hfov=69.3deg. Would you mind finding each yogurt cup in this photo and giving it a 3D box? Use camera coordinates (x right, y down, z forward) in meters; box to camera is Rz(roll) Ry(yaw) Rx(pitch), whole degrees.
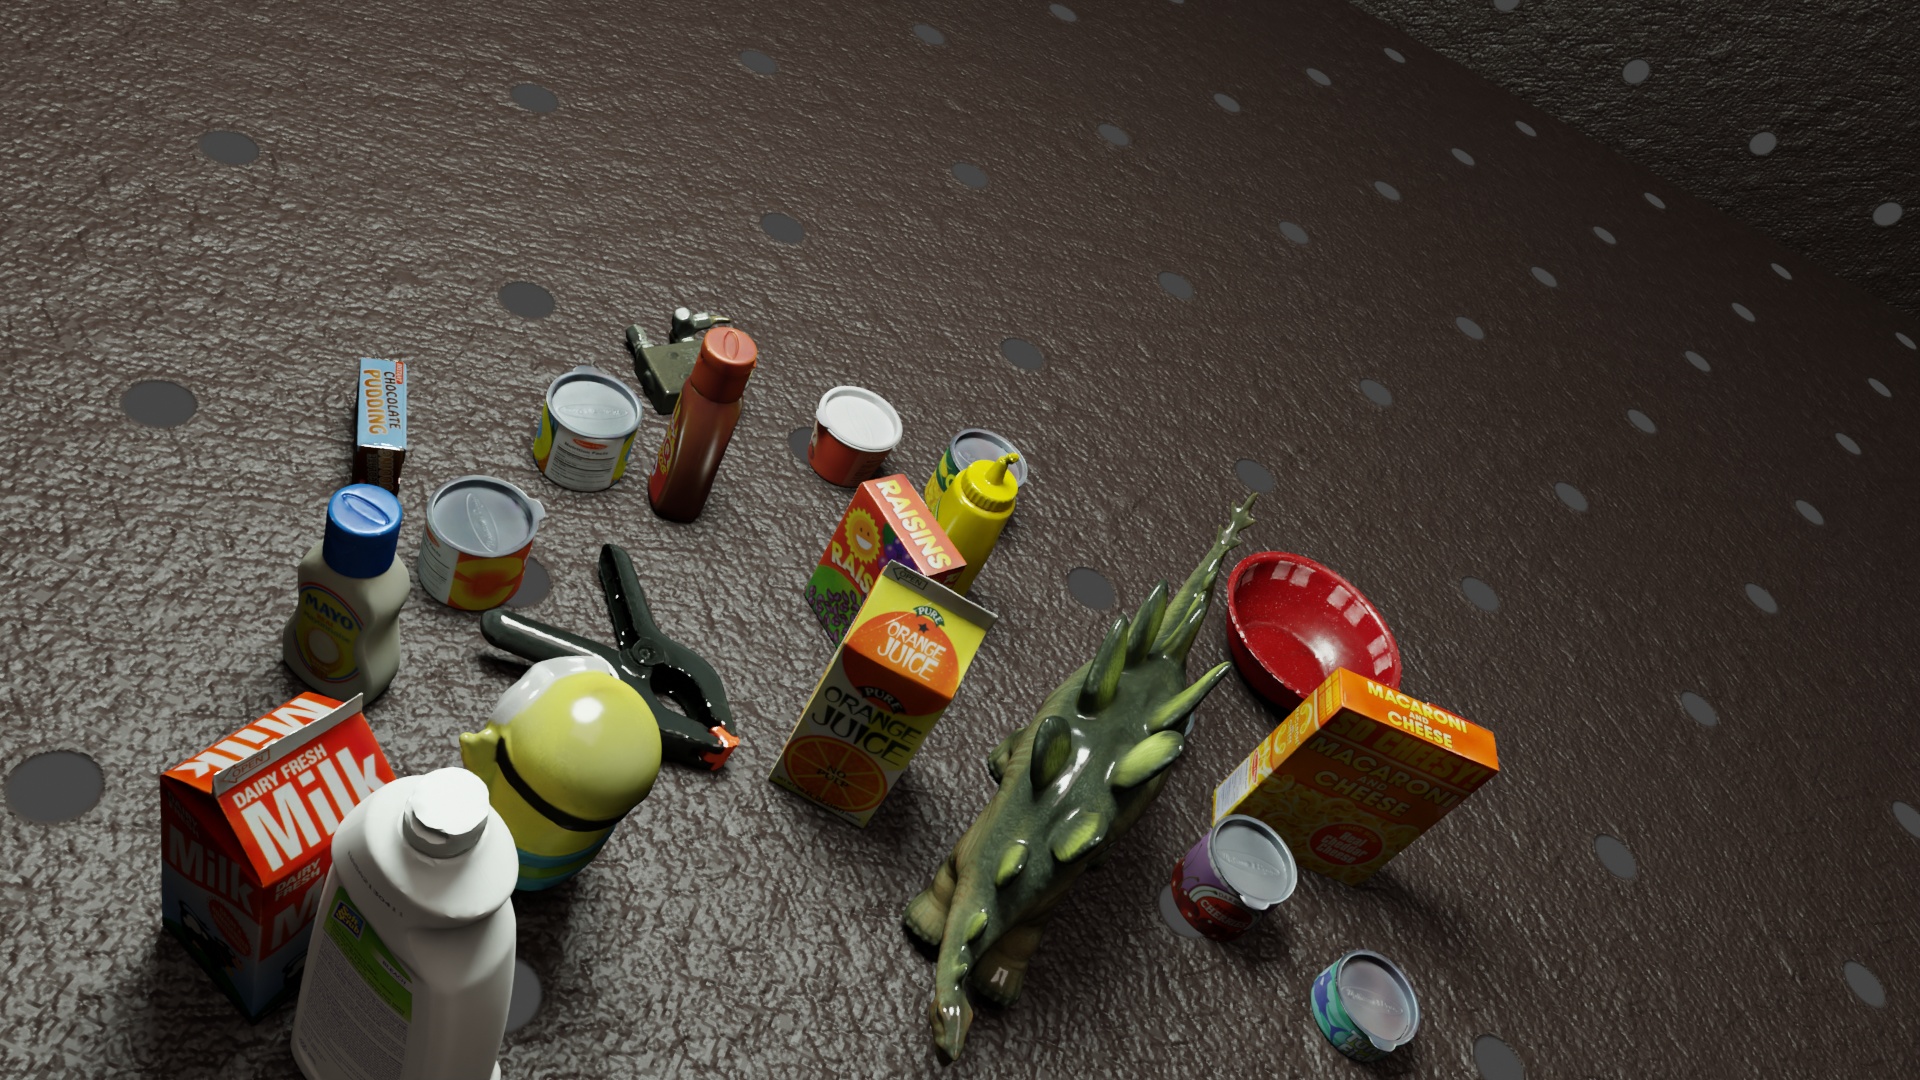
[{"bbox_3d":[-0.086,-0.079,1.087,0.072,0.053,0.073,16,44,-16],"label":"yogurt cup"}]

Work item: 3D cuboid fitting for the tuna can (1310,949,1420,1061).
[{"bbox_3d":[0.272,0.315,0.934,0.071,0.032,0.071,16,44,-16],"label":"tuna can"}]

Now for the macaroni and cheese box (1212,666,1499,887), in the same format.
[{"bbox_3d":[0.272,0.168,0.974,0.124,0.165,0.040,23,43,-9],"label":"macaroni and cheese box"}]

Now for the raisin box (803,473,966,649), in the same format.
[{"bbox_3d":[-0.054,0.027,0.954,0.040,0.122,0.086,-14,58,-38],"label":"raisin box"}]

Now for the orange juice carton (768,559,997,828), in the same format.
[{"bbox_3d":[-0.046,0.087,0.849,0.072,0.191,0.073,29,42,-3],"label":"orange juice carton"}]

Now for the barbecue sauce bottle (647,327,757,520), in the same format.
[{"bbox_3d":[-0.179,-0.083,0.966,0.044,0.147,0.065,13,45,-20],"label":"barbecue sauce bottle"}]

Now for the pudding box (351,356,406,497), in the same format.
[{"bbox_3d":[-0.383,-0.075,0.915,0.030,0.049,0.084,5,48,-26],"label":"pudding box"}]

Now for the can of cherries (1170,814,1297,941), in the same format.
[{"bbox_3d":[0.184,0.232,0.944,0.071,0.058,0.072,16,44,-16],"label":"can of cherries"}]

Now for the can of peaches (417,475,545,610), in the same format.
[{"bbox_3d":[-0.304,0.002,0.881,0.071,0.057,0.071,16,44,-16],"label":"can of peaches"}]

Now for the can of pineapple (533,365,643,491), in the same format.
[{"bbox_3d":[-0.263,-0.078,0.981,0.071,0.057,0.071,16,44,-16],"label":"can of pineapple"}]

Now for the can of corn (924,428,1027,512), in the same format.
[{"bbox_3d":[0.011,-0.044,1.107,0.071,0.058,0.071,16,44,-16],"label":"can of corn"}]

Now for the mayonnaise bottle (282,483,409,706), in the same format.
[{"bbox_3d":[-0.337,0.030,0.768,0.065,0.147,0.041,32,42,1],"label":"mayonnaise bottle"}]

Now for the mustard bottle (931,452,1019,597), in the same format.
[{"bbox_3d":[0.004,-0.012,0.996,0.049,0.159,0.066,20,43,-12],"label":"mustard bottle"}]

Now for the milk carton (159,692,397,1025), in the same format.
[{"bbox_3d":[-0.316,0.140,0.644,0.073,0.189,0.073,41,43,11],"label":"milk carton"}]

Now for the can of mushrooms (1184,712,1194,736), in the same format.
[{"bbox_3d":[0.135,0.129,1.032,0.071,0.033,0.071,16,44,-16],"label":"can of mushrooms"}]
